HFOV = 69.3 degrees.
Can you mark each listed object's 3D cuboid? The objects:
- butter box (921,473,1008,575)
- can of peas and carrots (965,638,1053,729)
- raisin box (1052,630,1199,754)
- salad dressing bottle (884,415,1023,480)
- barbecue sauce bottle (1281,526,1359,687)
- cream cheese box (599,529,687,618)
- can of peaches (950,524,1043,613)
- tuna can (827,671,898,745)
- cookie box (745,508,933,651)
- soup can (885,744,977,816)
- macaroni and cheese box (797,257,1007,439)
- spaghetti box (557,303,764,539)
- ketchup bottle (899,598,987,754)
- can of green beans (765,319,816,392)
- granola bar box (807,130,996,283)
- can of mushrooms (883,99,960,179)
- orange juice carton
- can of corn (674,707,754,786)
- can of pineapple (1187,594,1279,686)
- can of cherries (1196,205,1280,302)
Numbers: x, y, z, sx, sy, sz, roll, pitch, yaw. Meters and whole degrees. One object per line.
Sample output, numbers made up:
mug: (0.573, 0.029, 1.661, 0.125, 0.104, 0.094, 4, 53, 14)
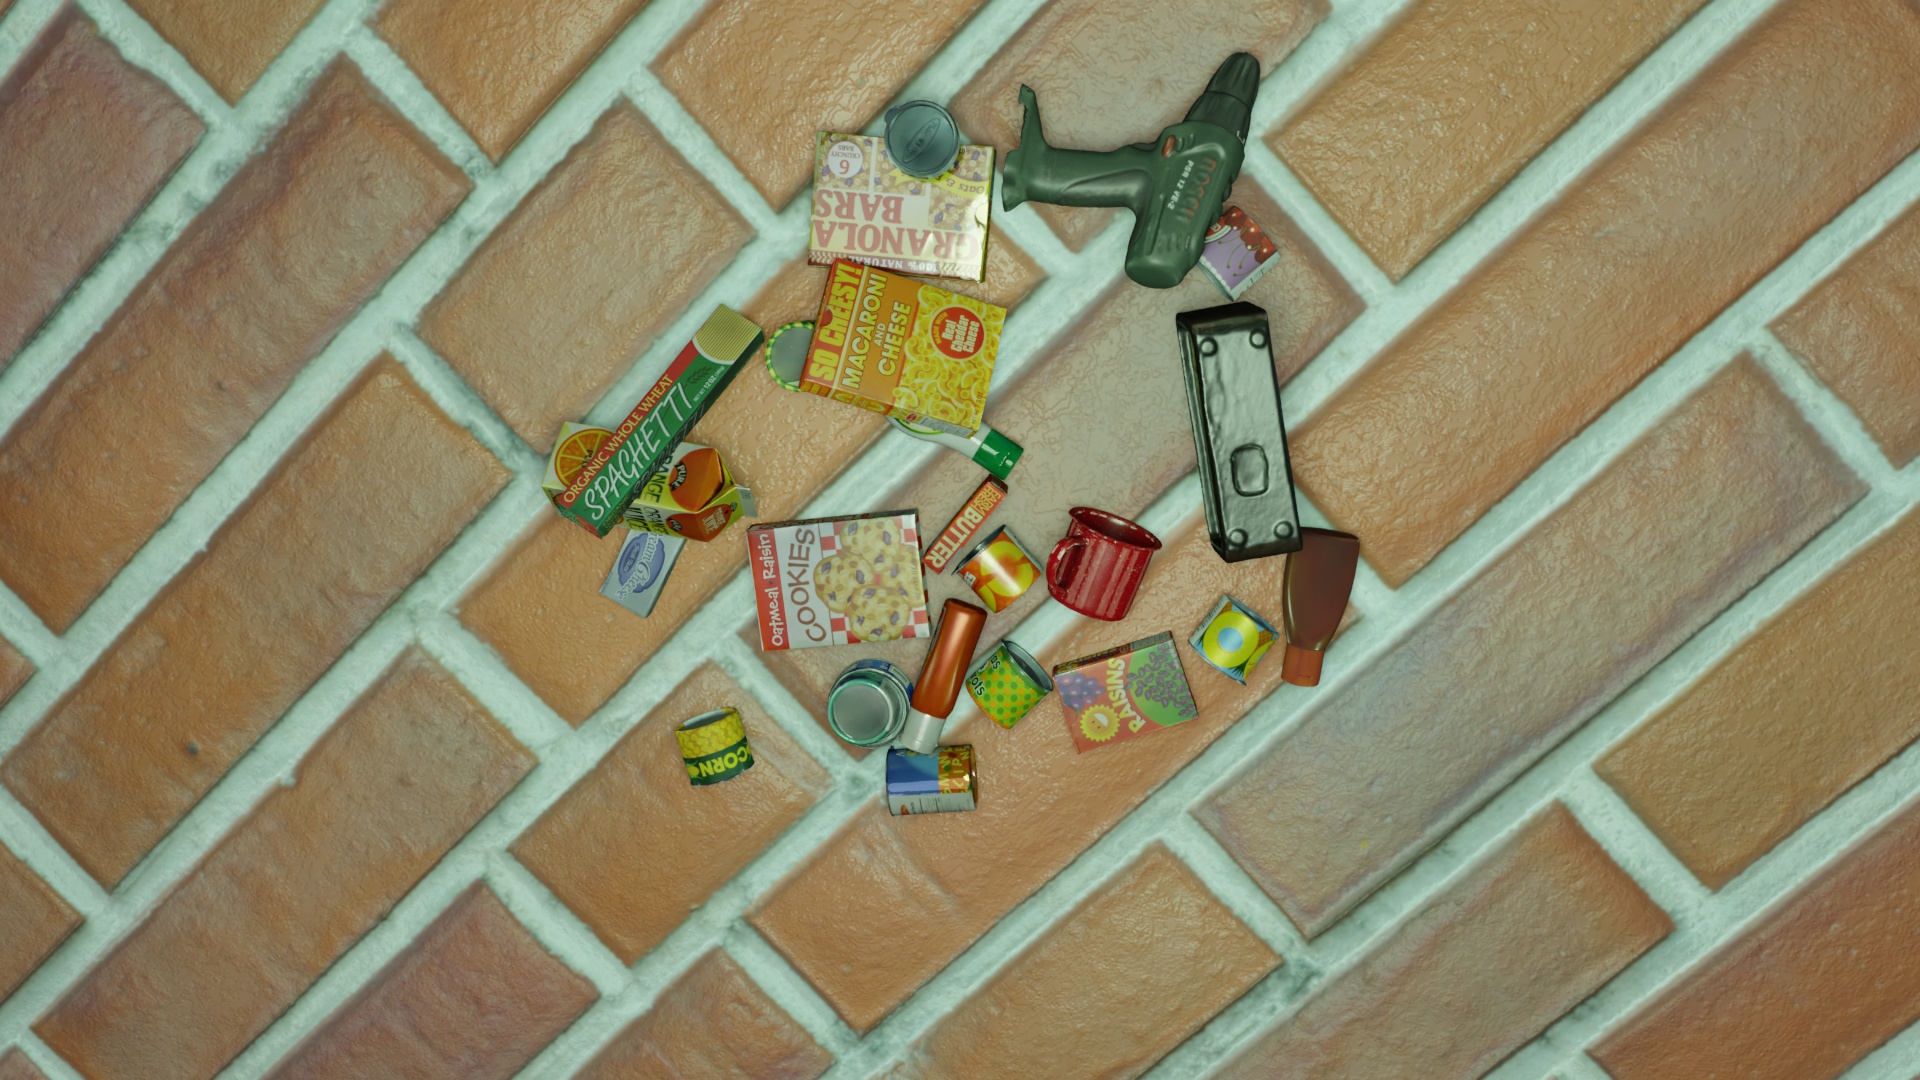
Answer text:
butter box: (0.005, -0.017, 1.330, 0.024, 0.053, 0.103, 39, 101, -4)
can of peas and carrots: (0.045, 0.139, 1.346, 0.071, 0.071, 0.058, 44, 102, -3)
raisin box: (0.160, 0.148, 1.352, 0.123, 0.040, 0.086, -18, 99, 9)
salad dressing bottle: (-0.010, -0.112, 1.319, 0.148, 0.044, 0.064, 33, 96, -1)
barbecue sauce bottle: (0.335, 0.064, 1.319, 0.065, 0.044, 0.148, 8, 101, 4)
cream cheese box: (-0.312, 0.020, 1.380, 0.053, 0.024, 0.103, 28, 101, -1)
can of peaches: (0.036, 0.029, 1.328, 0.071, 0.071, 0.058, -42, 95, 11)
tuna can: (-0.097, 0.163, 1.345, 0.071, 0.033, 0.071, 1, 100, 5)
cookie box: (-0.118, 0.039, 1.358, 0.167, 0.040, 0.122, -6, 99, 5)
soup can: (-0.028, 0.234, 1.372, 0.084, 0.071, 0.071, -5, 100, 5)
macaroni and cheese box: (-0.052, -0.176, 1.274, 0.166, 0.040, 0.124, 15, 77, -11)
spaghetti box: (-0.277, -0.113, 1.293, 0.050, 0.028, 0.251, 33, 74, 10)
ketchup bottle: (-0.018, 0.131, 1.343, 0.043, 0.065, 0.148, 20, 93, 5)
can of green beans: (-0.147, -0.175, 1.314, 0.071, 0.058, 0.071, 1, 100, 5)
granola bar box: (-0.055, -0.309, 1.292, 0.166, 0.039, 0.124, 6, 100, 4)
can of mushrooms: (-0.036, -0.360, 1.245, 0.071, 0.033, 0.071, 1, 97, 5)
orange juice carton: (-0.290, -0.051, 1.328, 0.193, 0.071, 0.073, 10, 66, 4)
can of corn: (-0.245, 0.205, 1.383, 0.071, 0.071, 0.058, -15, 98, 8)
can of pineapple: (0.261, 0.094, 1.319, 0.071, 0.071, 0.057, 36, 101, -2)
can of cherries: (0.245, -0.262, 1.258, 0.058, 0.071, 0.071, -42, 94, 11)
